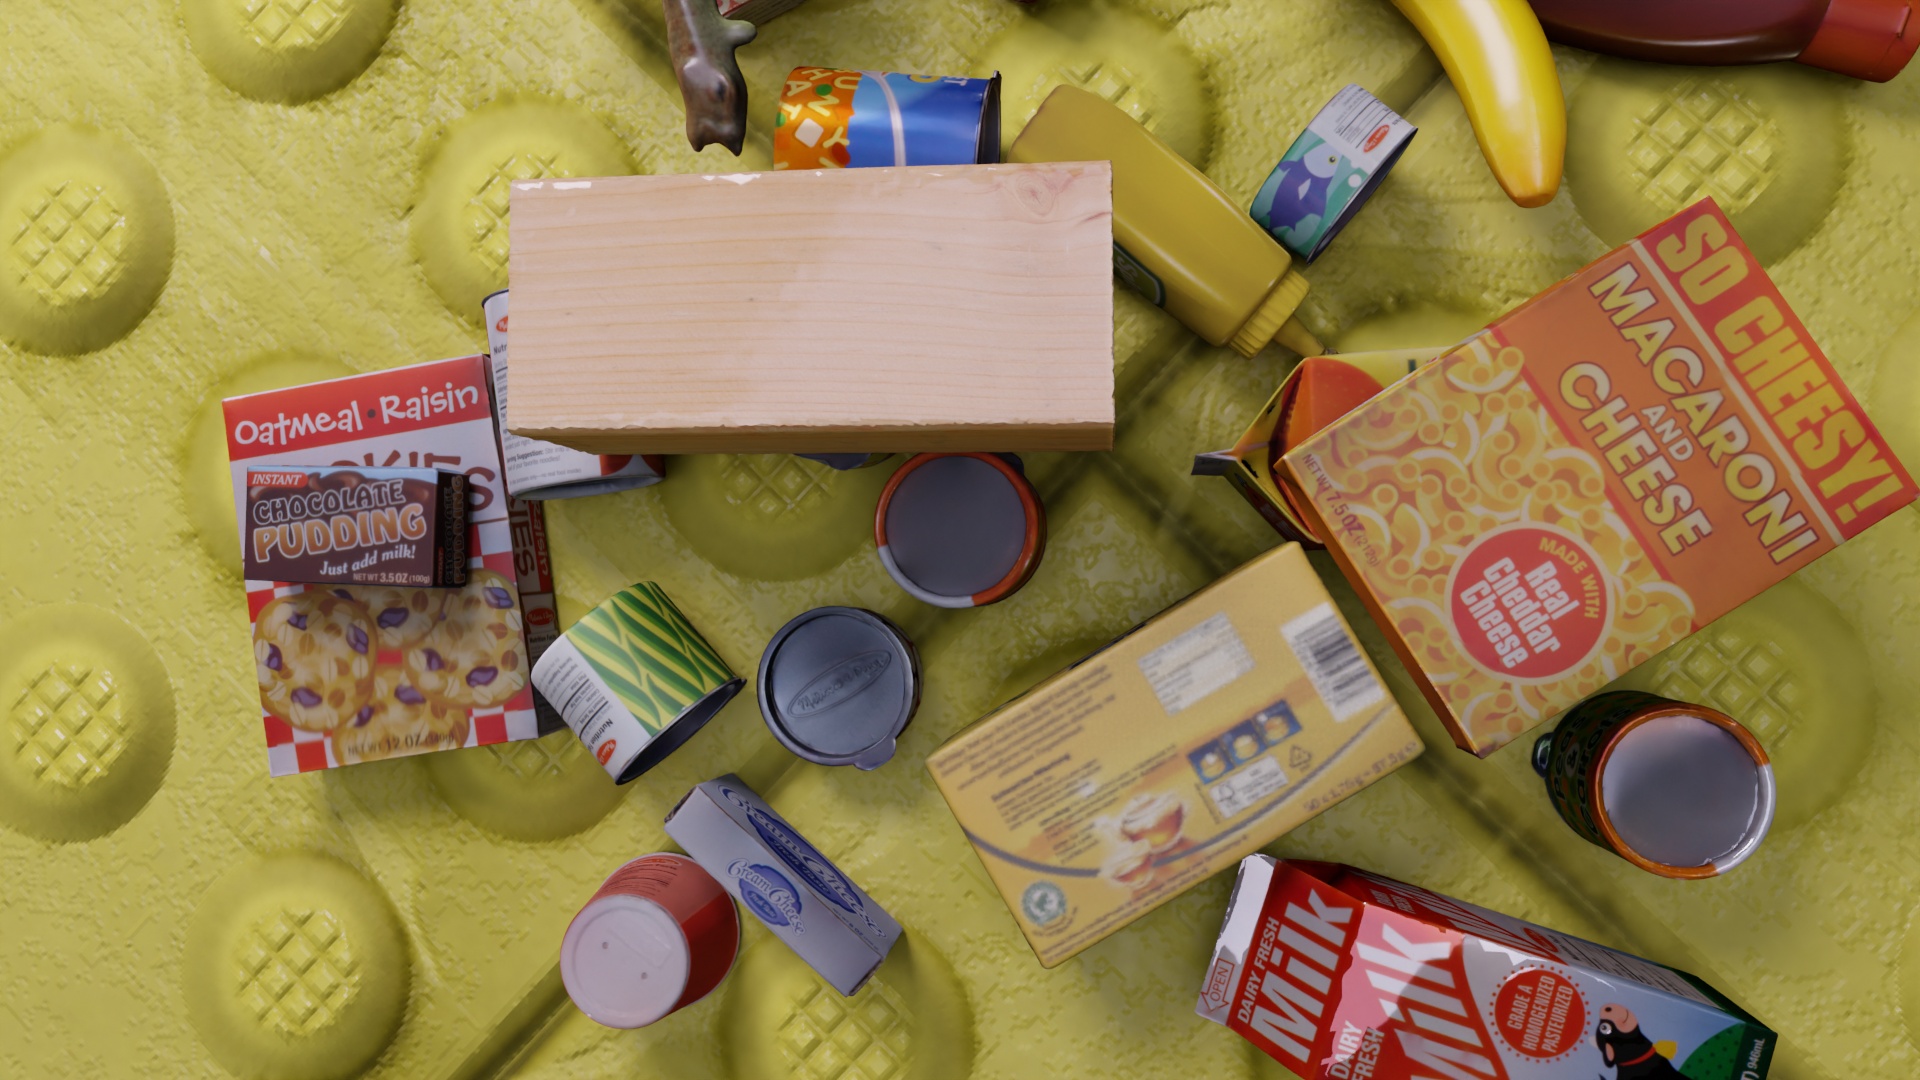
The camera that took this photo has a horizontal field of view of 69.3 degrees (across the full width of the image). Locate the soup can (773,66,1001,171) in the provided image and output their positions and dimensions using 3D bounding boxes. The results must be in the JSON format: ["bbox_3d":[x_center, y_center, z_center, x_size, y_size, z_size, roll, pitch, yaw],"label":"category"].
[{"bbox_3d":[-0.028,-0.163,0.578,0.084,0.071,0.071,7,89,7],"label":"soup can"}]

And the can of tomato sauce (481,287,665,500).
[{"bbox_3d":[-0.162,-0.063,0.591,0.071,0.071,0.083,-9,88,6],"label":"can of tomato sauce"}]

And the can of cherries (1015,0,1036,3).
[{"bbox_3d":[0.021,-0.268,0.578,0.071,0.071,0.058,34,93,7],"label":"can of cherries"}]

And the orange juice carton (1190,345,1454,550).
[{"bbox_3d":[0.188,-0.036,0.544,0.193,0.072,0.073,-4,87,6],"label":"orange juice carton"}]

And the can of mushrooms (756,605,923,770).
[{"bbox_3d":[-0.049,0.063,0.588,0.071,0.033,0.071,0,87,6],"label":"can of mushrooms"}]

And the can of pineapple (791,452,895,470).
[{"bbox_3d":[-0.051,-0.062,0.580,0.071,0.058,0.071,0,88,7],"label":"can of pineapple"}]

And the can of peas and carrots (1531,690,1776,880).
[{"bbox_3d":[0.266,0.092,0.537,0.071,0.059,0.071,0,88,7],"label":"can of peas and carrots"}]

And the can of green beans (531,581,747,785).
[{"bbox_3d":[-0.135,0.059,0.582,0.071,0.071,0.058,-42,84,4],"label":"can of green beans"}]

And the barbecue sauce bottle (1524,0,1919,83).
[{"bbox_3d":[0.300,-0.218,0.552,0.148,0.044,0.064,17,99,6],"label":"barbecue sauce bottle"}]

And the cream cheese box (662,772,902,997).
[{"bbox_3d":[-0.073,0.141,0.577,0.104,0.053,0.024,41,91,6],"label":"cream cheese box"}]

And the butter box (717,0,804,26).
[{"bbox_3d":[-0.072,-0.267,0.607,0.103,0.024,0.053,-26,85,5],"label":"butter box"}]

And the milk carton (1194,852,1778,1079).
[{"bbox_3d":[0.193,0.181,0.535,0.191,0.073,0.072,17,91,7],"label":"milk carton"}]

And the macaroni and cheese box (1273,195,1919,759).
[{"bbox_3d":[0.214,-0.021,0.483,0.166,0.040,0.124,-32,84,4],"label":"macaroni and cheese box"}]

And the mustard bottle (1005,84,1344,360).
[{"bbox_3d":[0.091,-0.118,0.564,0.160,0.065,0.049,39,90,3],"label":"mustard bottle"}]

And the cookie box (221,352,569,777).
[{"bbox_3d":[-0.247,0.010,0.610,0.123,0.040,0.167,-9,88,6],"label":"cookie box"}]

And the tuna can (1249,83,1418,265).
[{"bbox_3d":[0.148,-0.146,0.558,0.033,0.071,0.071,40,93,7],"label":"tuna can"}]

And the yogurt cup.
[{"bbox_3d":[-0.132,0.170,0.583,0.072,0.054,0.072,0,88,6],"label":"yogurt cup"}]

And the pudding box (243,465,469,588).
[{"bbox_3d":[-0.249,-0.006,0.574,0.084,0.030,0.049,2,88,6],"label":"pudding box"}]

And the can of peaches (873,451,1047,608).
[{"bbox_3d":[0.002,-0.007,0.572,0.071,0.058,0.071,0,89,7],"label":"can of peaches"}]
